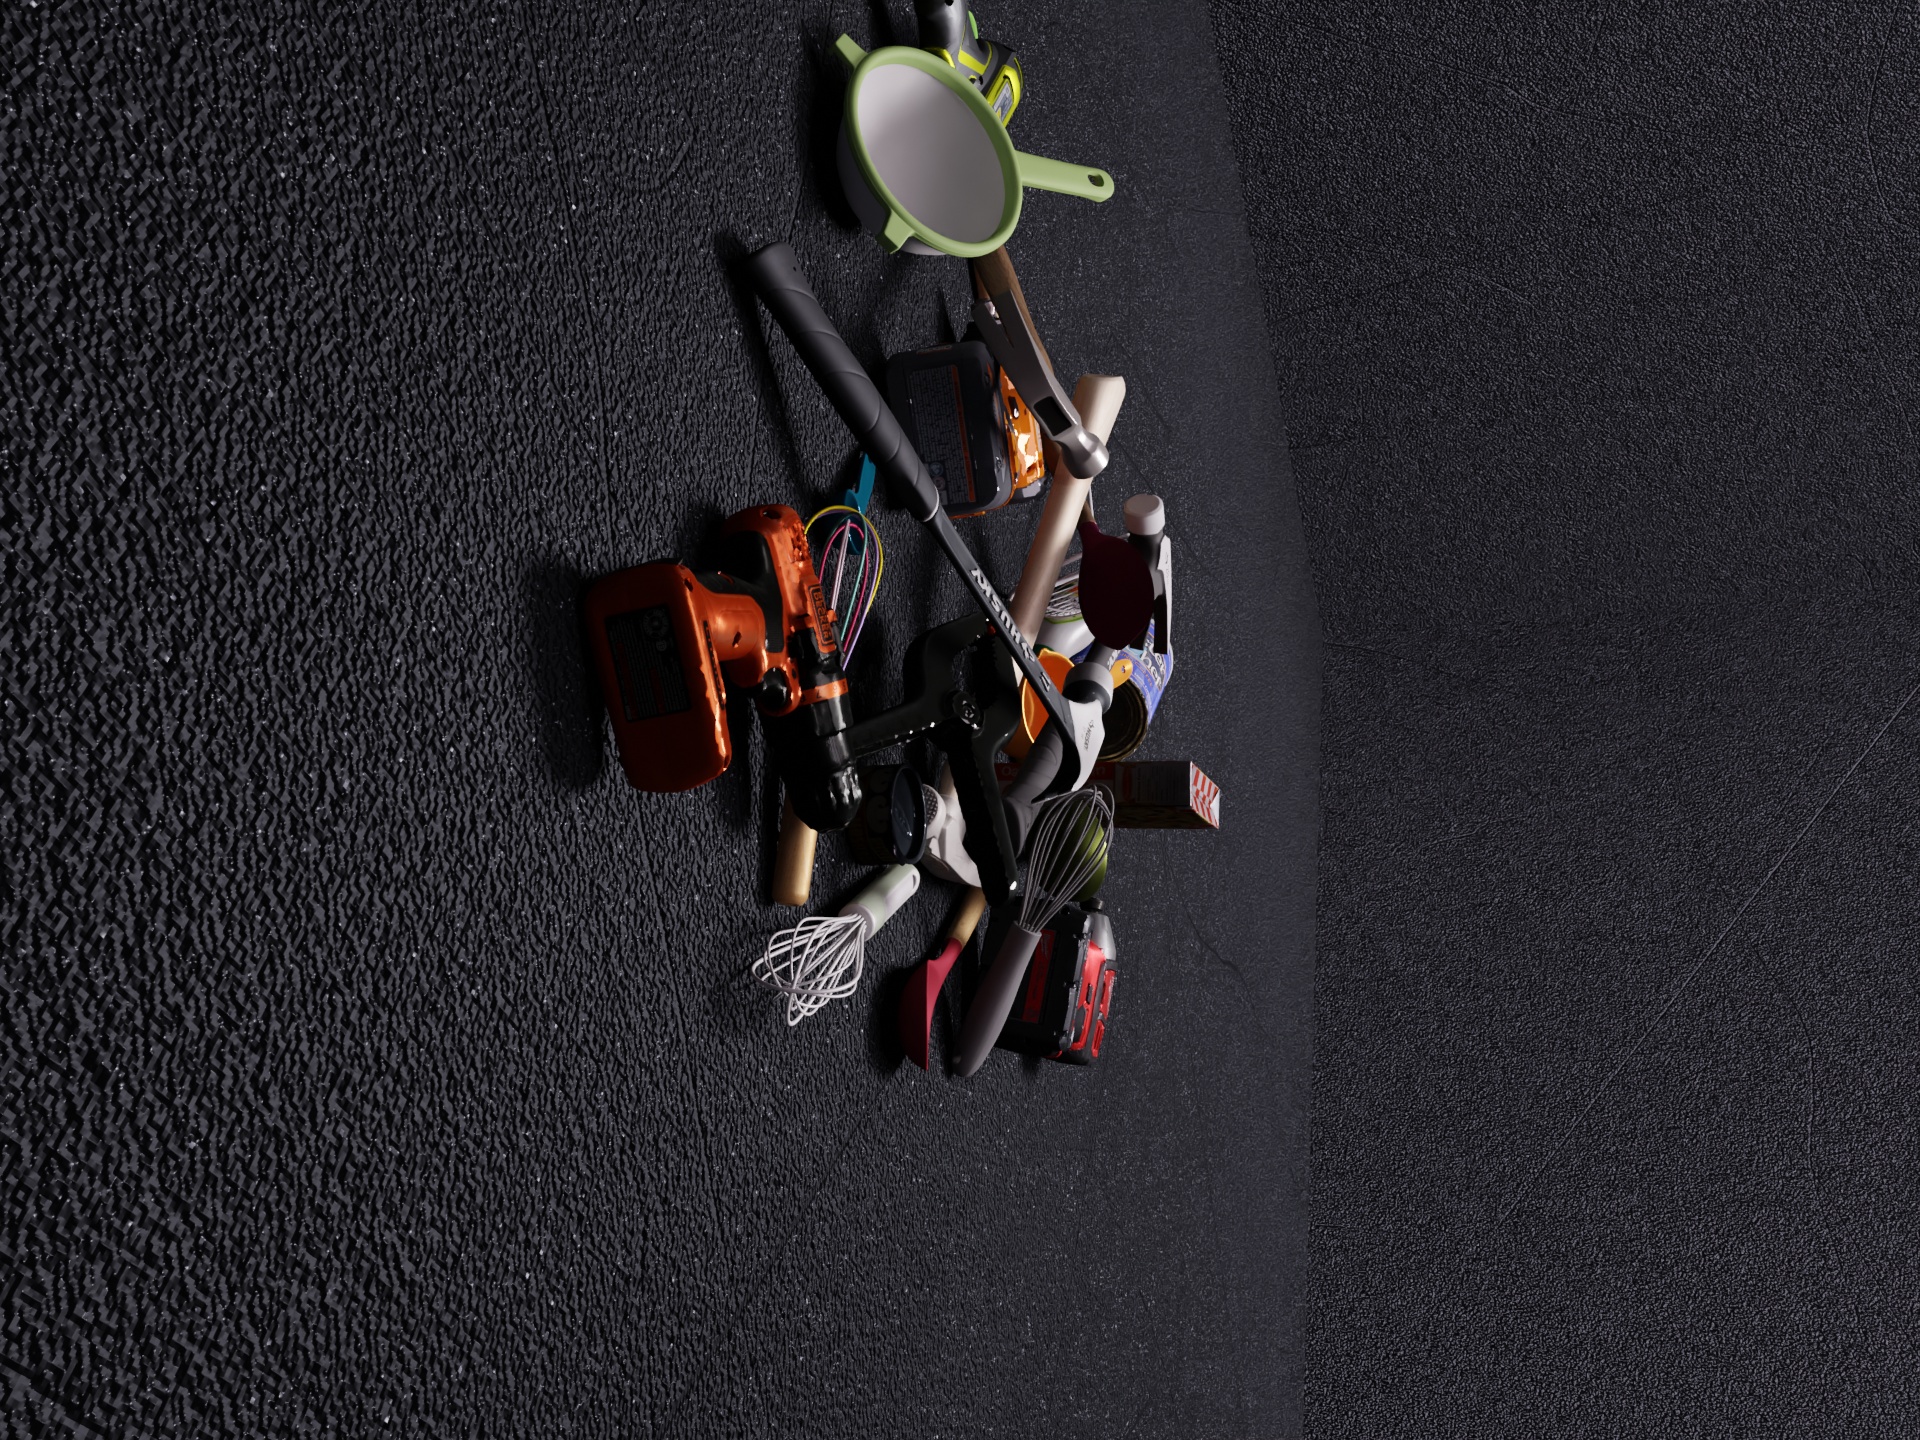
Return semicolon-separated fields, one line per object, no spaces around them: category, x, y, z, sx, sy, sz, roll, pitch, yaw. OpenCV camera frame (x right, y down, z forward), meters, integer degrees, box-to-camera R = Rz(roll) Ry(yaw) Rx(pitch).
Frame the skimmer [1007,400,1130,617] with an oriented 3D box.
skimmer;0.101;-0.216;1.465;0.090;0.127;0.364;49;26;-33

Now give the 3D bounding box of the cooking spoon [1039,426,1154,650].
cooking spoon;0.095;-0.168;1.267;0.017;0.068;0.319;22;33;-33

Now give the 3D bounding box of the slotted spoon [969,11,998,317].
slotted spoon;0.014;-0.422;1.329;0.070;0.031;0.313;-43;129;-58

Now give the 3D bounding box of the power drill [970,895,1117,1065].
power drill;0.080;0.205;1.286;0.219;0.078;0.143;38;62;-70

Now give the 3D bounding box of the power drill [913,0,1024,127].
power drill;-0.023;-0.497;1.148;0.223;0.080;0.171;67;38;-50

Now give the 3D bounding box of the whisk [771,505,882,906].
whisk;-0.080;-0.013;0.930;0.047;0.051;0.245;24;67;-47

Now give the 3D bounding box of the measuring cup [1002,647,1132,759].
measuring cup;0.082;-0.023;1.332;0.173;0.052;0.095;-26;107;-50

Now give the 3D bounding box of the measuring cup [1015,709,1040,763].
measuring cup;0.076;0.036;1.413;0.156;0.029;0.062;56;35;-60

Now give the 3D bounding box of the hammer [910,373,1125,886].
hammer;0.051;-0.077;1.188;0.411;0.038;0.146;-70;155;-18

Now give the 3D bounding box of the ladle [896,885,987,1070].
ladle;0.002;0.152;1.169;0.315;0.031;0.069;-57;152;-63

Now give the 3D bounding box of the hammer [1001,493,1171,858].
hammer;0.096;-0.021;1.232;0.146;0.035;0.335;78;32;-43

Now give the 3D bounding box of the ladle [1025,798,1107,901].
ladle;0.094;0.110;1.322;0.320;0.062;0.078;38;44;-82

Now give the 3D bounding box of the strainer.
strainer;0.004;-0.382;1.126;0.256;0.069;0.151;-8;81;-44

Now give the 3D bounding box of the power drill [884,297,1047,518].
power drill;0.011;-0.238;1.201;0.226;0.084;0.164;-44;127;-72

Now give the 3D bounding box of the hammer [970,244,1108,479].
hammer;0.030;-0.320;1.175;0.129;0.031;0.332;47;20;-44

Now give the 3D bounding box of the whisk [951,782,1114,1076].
whisk;0.050;0.152;1.144;0.239;0.055;0.055;-65;163;8

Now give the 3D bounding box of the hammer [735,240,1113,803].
hammer;-0.015;-0.120;0.999;0.408;0.036;0.149;55;30;-27

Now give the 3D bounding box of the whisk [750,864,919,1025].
whisk;-0.064;0.124;0.953;0.246;0.059;0.058;-35;131;-74

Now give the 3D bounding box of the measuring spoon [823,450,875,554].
measuring spoon;-0.073;-0.149;1.041;0.129;0.021;0.042;-83;161;-55
